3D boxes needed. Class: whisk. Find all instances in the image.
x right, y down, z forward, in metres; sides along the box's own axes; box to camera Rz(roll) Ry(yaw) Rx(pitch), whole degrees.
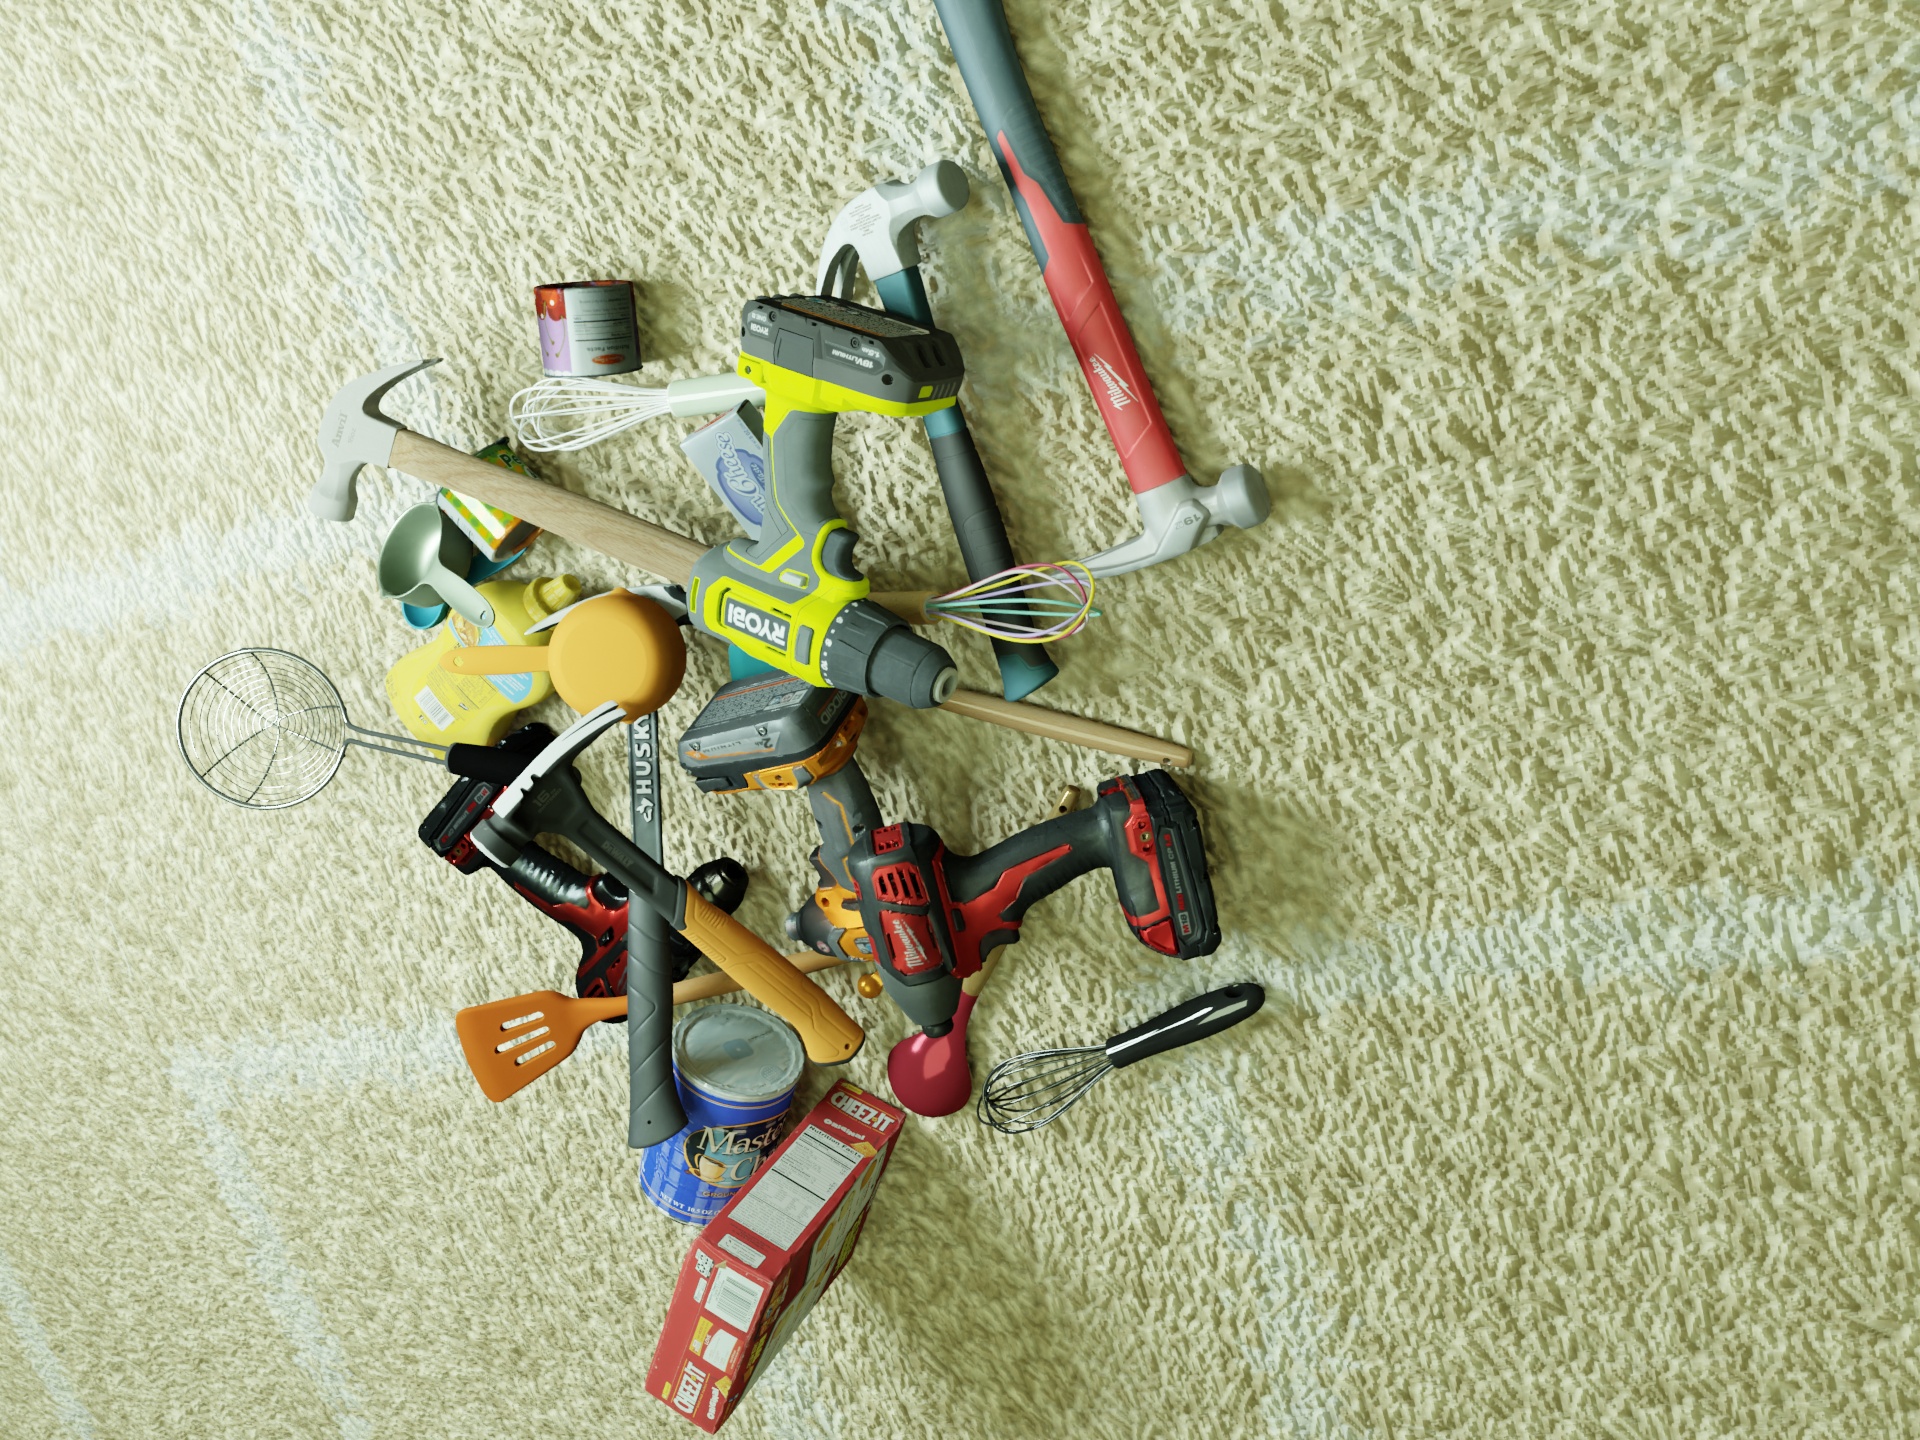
[{"bbox_3d":[0.109,0.235,1.116,0.239,0.055,0.055,-29,97,26],"label":"whisk"},{"bbox_3d":[-0.001,-0.074,0.999,0.245,0.051,0.047,4,98,50],"label":"whisk"},{"bbox_3d":[-0.198,-0.215,1.075,0.246,0.058,0.059,-3,143,21],"label":"whisk"}]

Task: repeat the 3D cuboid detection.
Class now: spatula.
[{"bbox_3d":[-0.002,-0.003,1.070,0.317,0.044,0.082,14,139,16],"label":"spatula"},{"bbox_3d":[-0.213,0.209,1.189,0.322,0.041,0.081,-15,106,7],"label":"spatula"}]

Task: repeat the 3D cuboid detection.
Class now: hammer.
[{"bbox_3d":[-0.174,0.134,1.106,0.127,0.034,0.336,-48,121,-9],"label":"hammer"},{"bbox_3d":[-0.275,-0.146,1.078,0.331,0.031,0.130,21,109,0],"label":"hammer"},{"bbox_3d":[0.048,-0.273,0.946,0.143,0.038,0.386,-18,102,30],"label":"hammer"},{"bbox_3d":[-0.229,0.107,1.137,0.149,0.036,0.409,0,96,3],"label":"hammer"},{"bbox_3d":[-0.003,-0.167,0.993,0.128,0.033,0.331,-3,112,44],"label":"hammer"}]

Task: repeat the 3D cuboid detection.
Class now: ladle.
[{"bbox_3d":[0.019,0.174,1.142,0.069,0.031,0.315,28,117,7],"label":"ladle"}]

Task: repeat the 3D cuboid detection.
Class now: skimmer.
[{"bbox_3d":[-0.433,0.022,1.164,0.363,0.090,0.127,8,97,34],"label":"skimmer"}]

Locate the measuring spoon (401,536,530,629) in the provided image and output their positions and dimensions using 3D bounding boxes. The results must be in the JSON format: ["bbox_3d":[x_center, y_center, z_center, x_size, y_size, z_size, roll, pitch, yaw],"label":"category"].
[{"bbox_3d":[-0.370,-0.107,1.205,0.128,0.021,0.042,-26,76,20],"label":"measuring spoon"}]

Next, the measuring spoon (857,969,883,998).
[{"bbox_3d":[-0.037,0.175,1.173,0.117,0.011,0.021,-39,92,30],"label":"measuring spoon"}]

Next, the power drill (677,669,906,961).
[{"bbox_3d":[-0.096,0.077,1.099,0.164,0.084,0.226,-12,121,34],"label":"power drill"}]

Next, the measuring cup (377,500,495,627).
[{"bbox_3d":[-0.365,-0.100,1.151,0.168,0.038,0.083,35,96,38],"label":"measuring cup"}]

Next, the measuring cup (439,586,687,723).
[{"bbox_3d":[-0.276,-0.041,1.080,0.173,0.052,0.095,-2,97,3],"label":"measuring cup"}]

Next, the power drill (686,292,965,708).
[{"bbox_3d":[-0.071,-0.127,0.965,0.191,0.080,0.228,24,117,27],"label":"power drill"}]

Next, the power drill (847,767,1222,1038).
[{"bbox_3d":[0.048,0.119,1.025,0.219,0.079,0.143,-14,106,-2],"label":"power drill"}]

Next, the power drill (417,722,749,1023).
[{"bbox_3d":[-0.282,0.109,1.218,0.226,0.080,0.188,46,120,-2],"label":"power drill"}]
